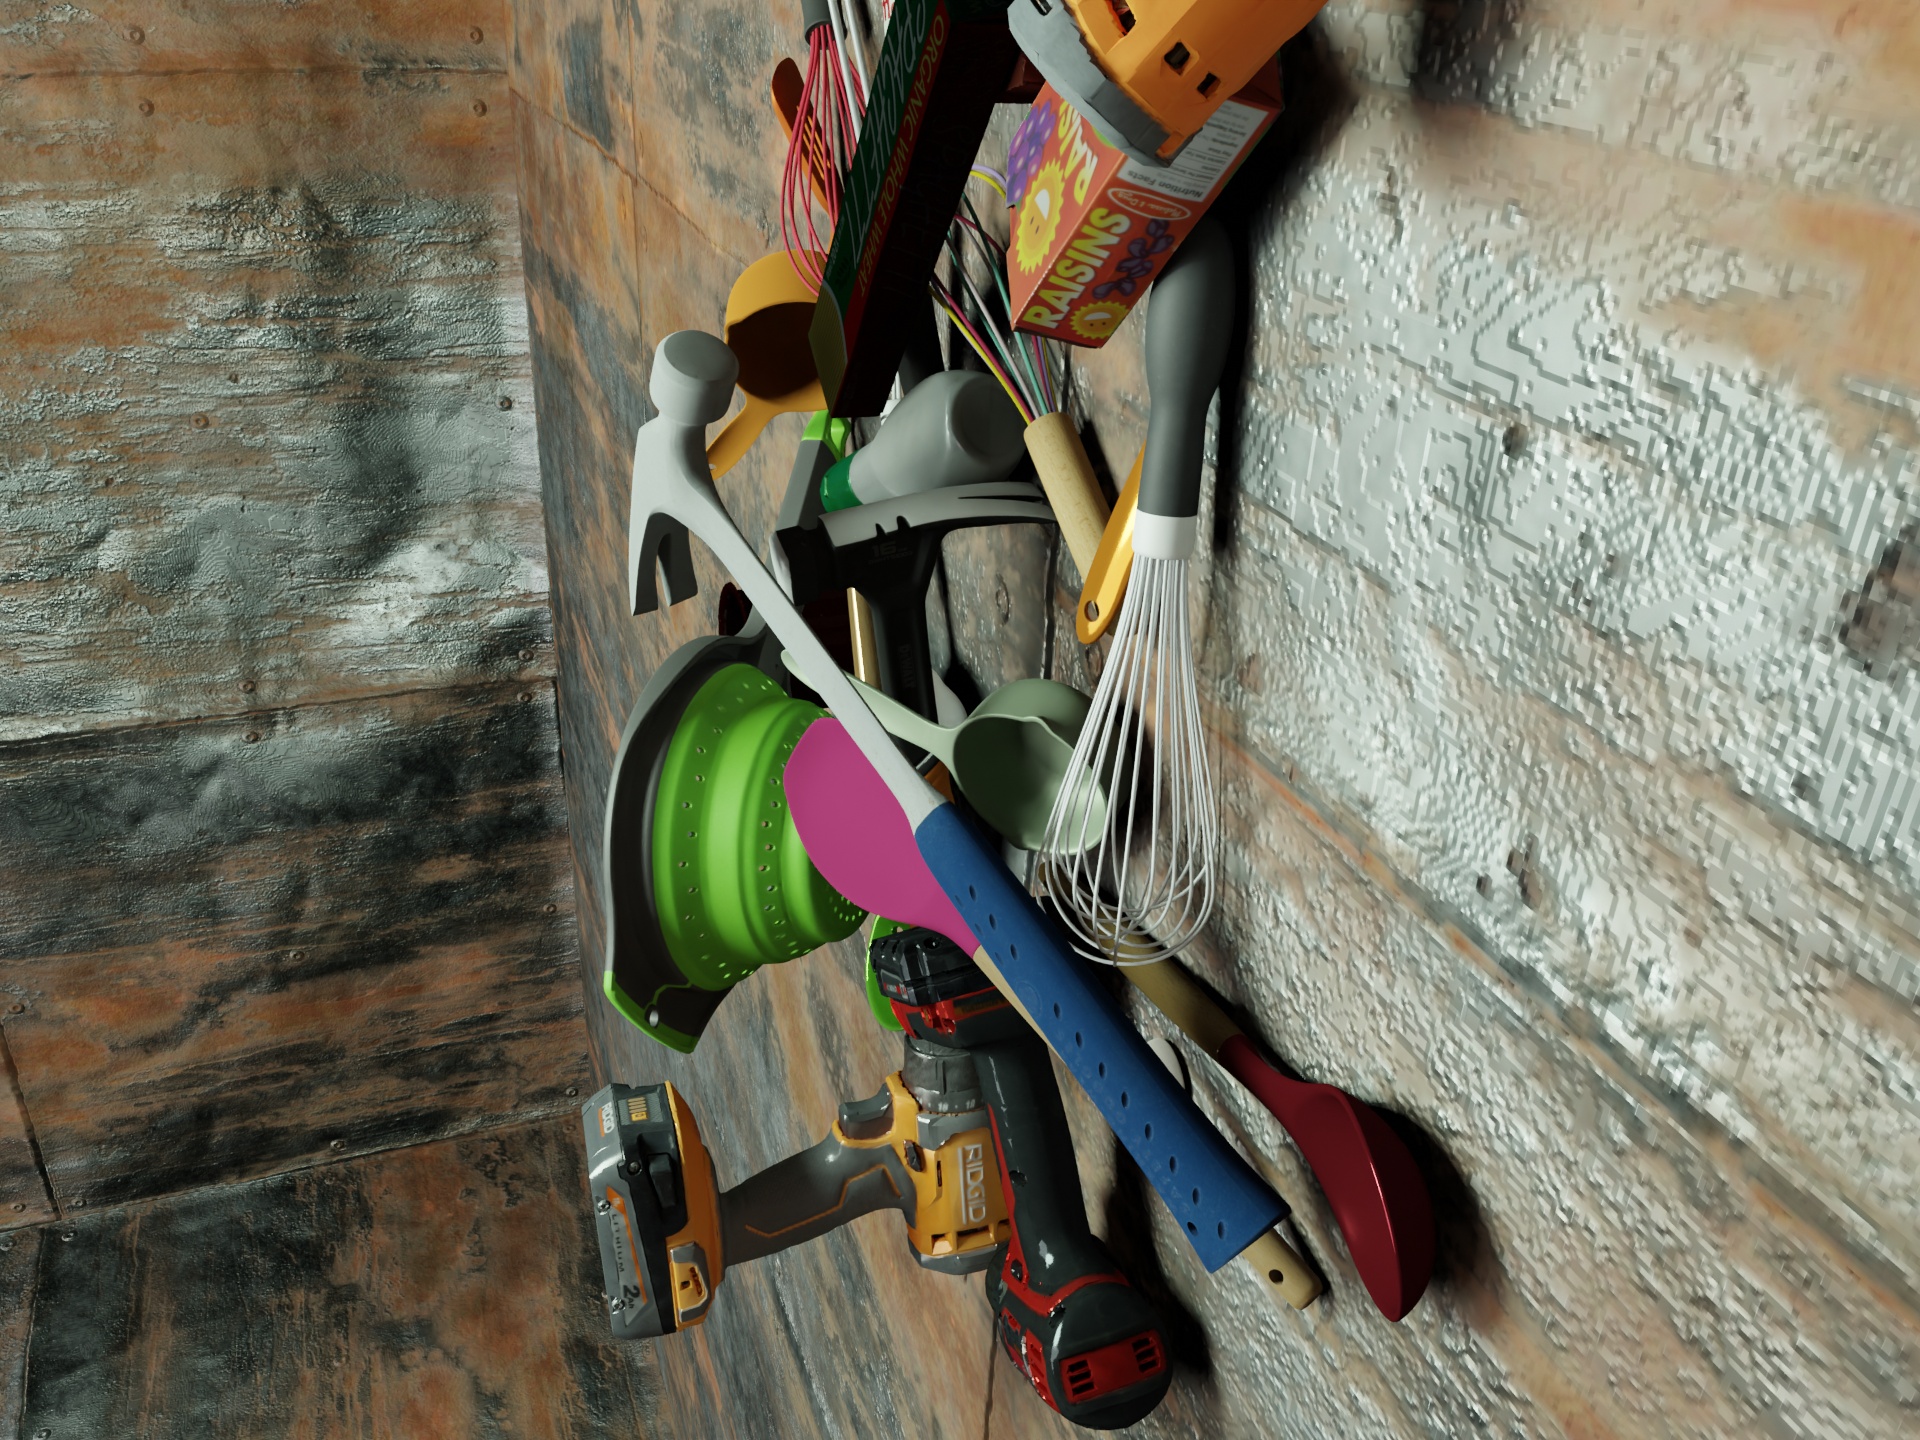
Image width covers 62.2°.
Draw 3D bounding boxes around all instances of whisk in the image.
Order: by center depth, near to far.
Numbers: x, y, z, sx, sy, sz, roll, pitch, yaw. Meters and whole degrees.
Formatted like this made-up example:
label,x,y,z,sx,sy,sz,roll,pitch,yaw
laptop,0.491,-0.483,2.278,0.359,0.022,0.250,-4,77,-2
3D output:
label,x,y,z,sx,sy,sz,roll,pitch,yaw
whisk,0.070,-0.038,0.583,0.070,0.070,0.284,-138,48,-61
whisk,0.026,-0.141,0.681,0.051,0.047,0.245,120,135,-58
whisk,-0.070,-0.349,0.848,0.073,0.073,0.296,133,132,-65

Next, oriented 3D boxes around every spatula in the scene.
label,x,y,z,sx,sy,sz,roll,pitch,yaw
spatula,-0.090,-0.229,0.970,0.081,0.041,0.322,-84,-1,-56

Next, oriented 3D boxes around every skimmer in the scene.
label,x,y,z,sx,sy,sz,roll,pitch,yaw
skimmer,-0.070,-0.290,0.716,0.127,0.090,0.363,14,128,41

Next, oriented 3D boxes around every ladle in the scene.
label,x,y,z,sx,sy,sz,roll,pitch,yaw
ladle,0.093,0.118,0.617,0.316,0.031,0.069,-138,36,-64

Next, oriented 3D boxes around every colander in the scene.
label,x,y,z,sx,sy,sz,roll,pitch,yaw
colander,-0.081,-0.014,0.879,0.204,0.094,0.397,62,-144,-58

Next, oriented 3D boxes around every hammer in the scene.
label,x,y,z,sx,sy,sz,roll,pitch,yaw
hammer,-0.018,0.034,0.623,0.406,0.035,0.144,52,144,20
hammer,-0.011,0.035,0.802,0.034,0.127,0.336,-118,18,-48

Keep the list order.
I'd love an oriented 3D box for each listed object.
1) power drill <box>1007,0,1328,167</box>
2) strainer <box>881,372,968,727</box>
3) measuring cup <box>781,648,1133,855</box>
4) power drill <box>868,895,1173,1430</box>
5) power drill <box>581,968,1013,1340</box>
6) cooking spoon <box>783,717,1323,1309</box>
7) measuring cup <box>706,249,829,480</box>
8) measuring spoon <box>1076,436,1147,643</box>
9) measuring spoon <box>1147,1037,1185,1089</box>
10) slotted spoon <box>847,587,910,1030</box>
label,x,y,z,sx,sy,sz,roll,pitch,yaw
power drill,0.059,-0.279,0.442,0.164,0.084,0.227,-43,50,26
strainer,-0.025,-0.064,0.856,0.087,0.050,0.258,136,130,-81
measuring cup,-0.001,-0.002,0.689,0.168,0.038,0.083,27,140,19
power drill,0.026,0.204,0.757,0.188,0.080,0.227,144,111,-77
power drill,-0.079,0.217,0.833,0.084,0.226,0.185,-133,37,-66
cooking spoon,0.027,0.111,0.650,0.319,0.017,0.068,45,114,28
measuring cup,-0.113,-0.204,0.928,0.173,0.095,0.052,-38,45,45
measuring spoon,0.064,-0.079,0.606,0.021,0.011,0.116,43,126,37
measuring spoon,0.067,0.157,0.715,0.124,0.018,0.034,162,99,-71
slotted spoon,-0.047,0.029,0.968,0.070,0.031,0.314,-12,83,48
